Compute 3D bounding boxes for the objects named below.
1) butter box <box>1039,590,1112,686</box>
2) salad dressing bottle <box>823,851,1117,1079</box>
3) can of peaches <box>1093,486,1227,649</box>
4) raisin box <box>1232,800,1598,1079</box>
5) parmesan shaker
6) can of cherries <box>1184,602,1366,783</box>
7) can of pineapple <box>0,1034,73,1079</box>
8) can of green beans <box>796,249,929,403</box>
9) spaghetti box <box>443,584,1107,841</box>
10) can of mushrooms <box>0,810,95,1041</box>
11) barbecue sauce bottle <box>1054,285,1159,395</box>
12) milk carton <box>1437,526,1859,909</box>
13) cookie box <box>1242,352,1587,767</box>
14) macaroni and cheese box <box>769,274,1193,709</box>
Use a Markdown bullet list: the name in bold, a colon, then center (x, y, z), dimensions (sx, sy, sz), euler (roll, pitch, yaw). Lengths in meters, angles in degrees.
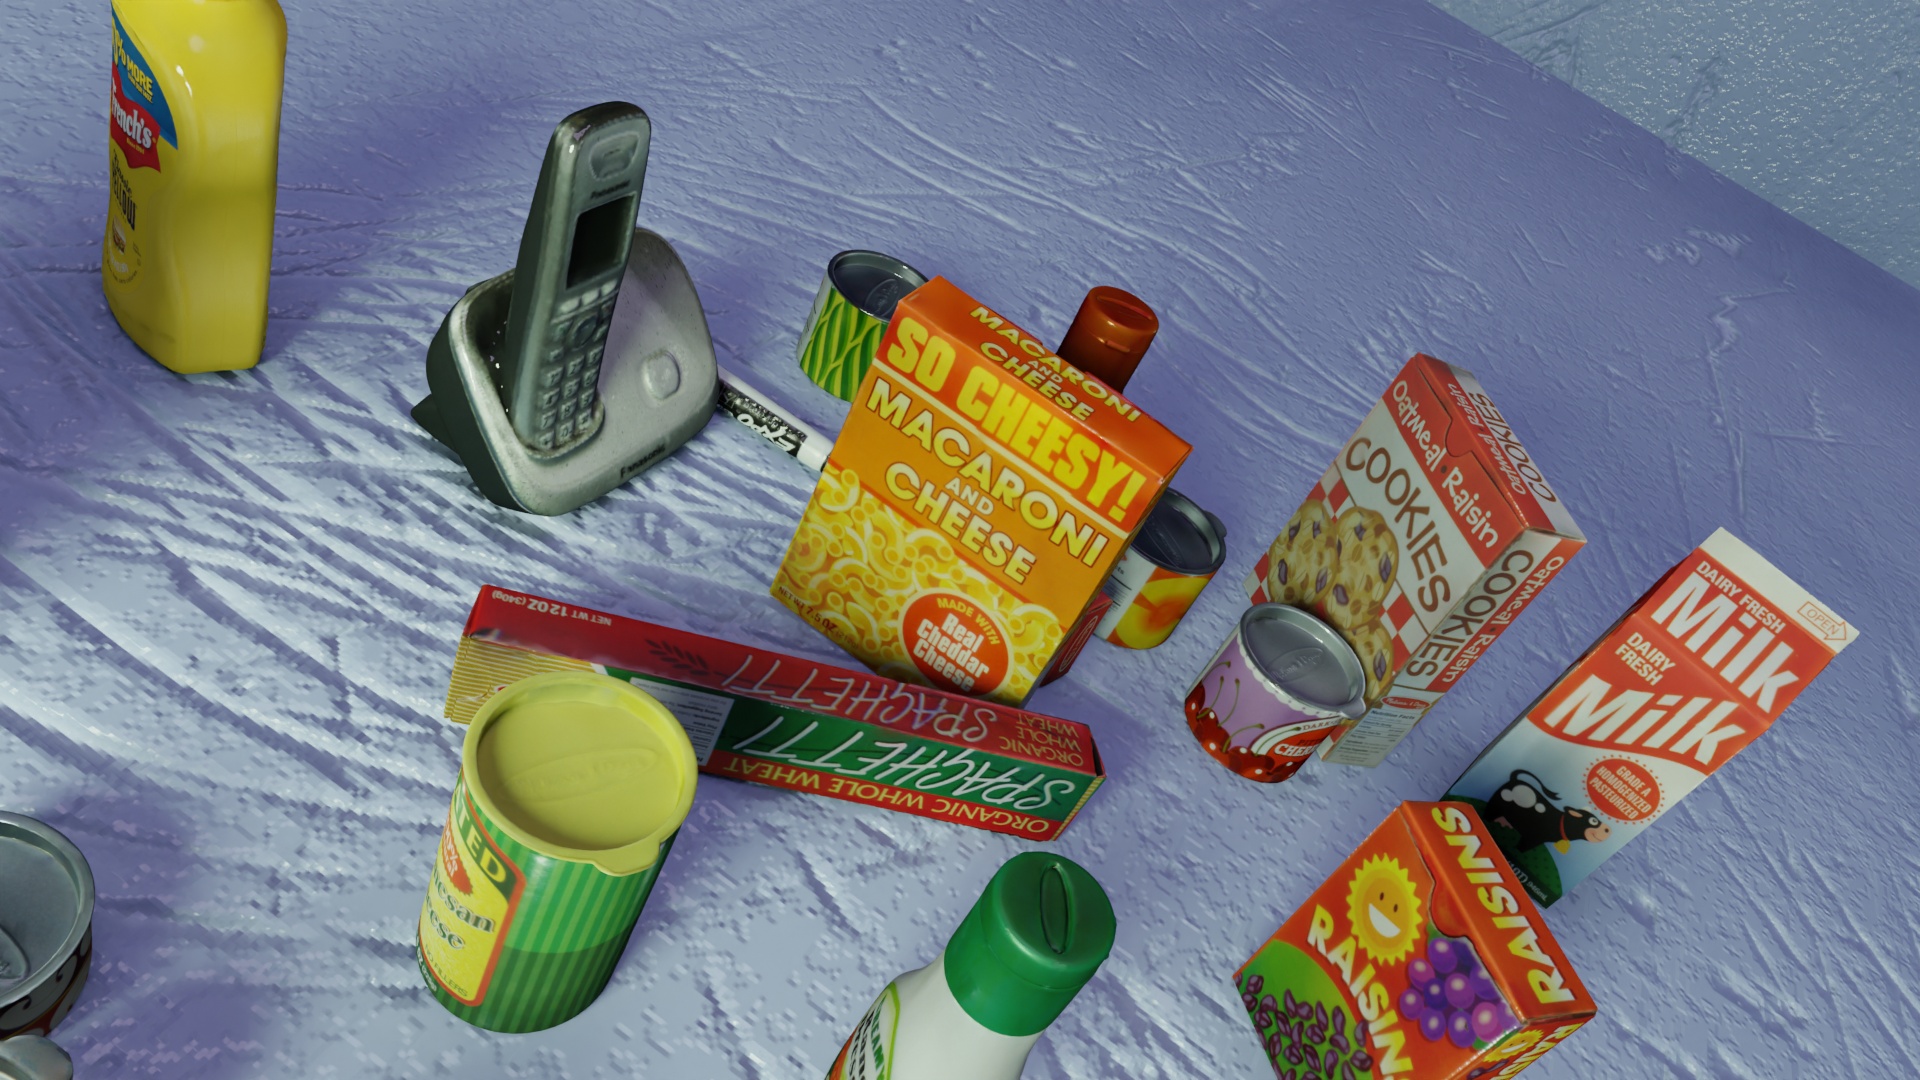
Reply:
- **butter box**: center (0.019, 0.014, 0.655), dimensions (0.104, 0.052, 0.024), euler (46, 40, 21)
- **salad dressing bottle**: center (-0.002, 0.147, 0.412), dimensions (0.044, 0.146, 0.064), euler (18, 39, -14)
- **can of peaches**: center (0.092, 0.012, 0.699), dimensions (0.071, 0.057, 0.071), euler (17, 39, -14)
- **raisin box**: center (0.160, 0.166, 0.511), dimensions (0.040, 0.122, 0.086), euler (6, 43, -27)
- **parmesan shaker**: center (-0.125, 0.100, 0.425), dimensions (0.071, 0.102, 0.072), euler (17, 39, -14)
- **can of cherries**: center (0.150, 0.075, 0.662), dimensions (0.071, 0.058, 0.072), euler (17, 39, -14)
- **can of pineapple**: center (-0.242, 0.158, 0.323), dimensions (0.071, 0.057, 0.071), euler (17, 39, -14)
- **can of green beans**: center (-0.050, -0.115, 0.756), dimensions (0.071, 0.057, 0.071), euler (17, 39, -14)
- **spaghetti box**: center (-0.066, 0.071, 0.538), dimensions (0.250, 0.050, 0.029), euler (15, 39, -17)
- **can of mushrooms**: center (-0.276, 0.111, 0.376), dimensions (0.071, 0.033, 0.071), euler (17, 39, -14)
- **barbecue sauce bottle**: center (0.046, -0.053, 0.671), dimensions (0.065, 0.147, 0.044), euler (19, 38, -12)
- **milk carton**: center (0.318, 0.081, 0.652), dimensions (0.072, 0.189, 0.074), euler (44, 40, 19)
- **cookie box**: center (0.214, 0.012, 0.686), dimensions (0.040, 0.166, 0.123), euler (10, 41, -23)
- **macaroni and cheese box**: center (0.002, -0.007, 0.576), dimensions (0.124, 0.165, 0.040), euler (35, 38, 9)
